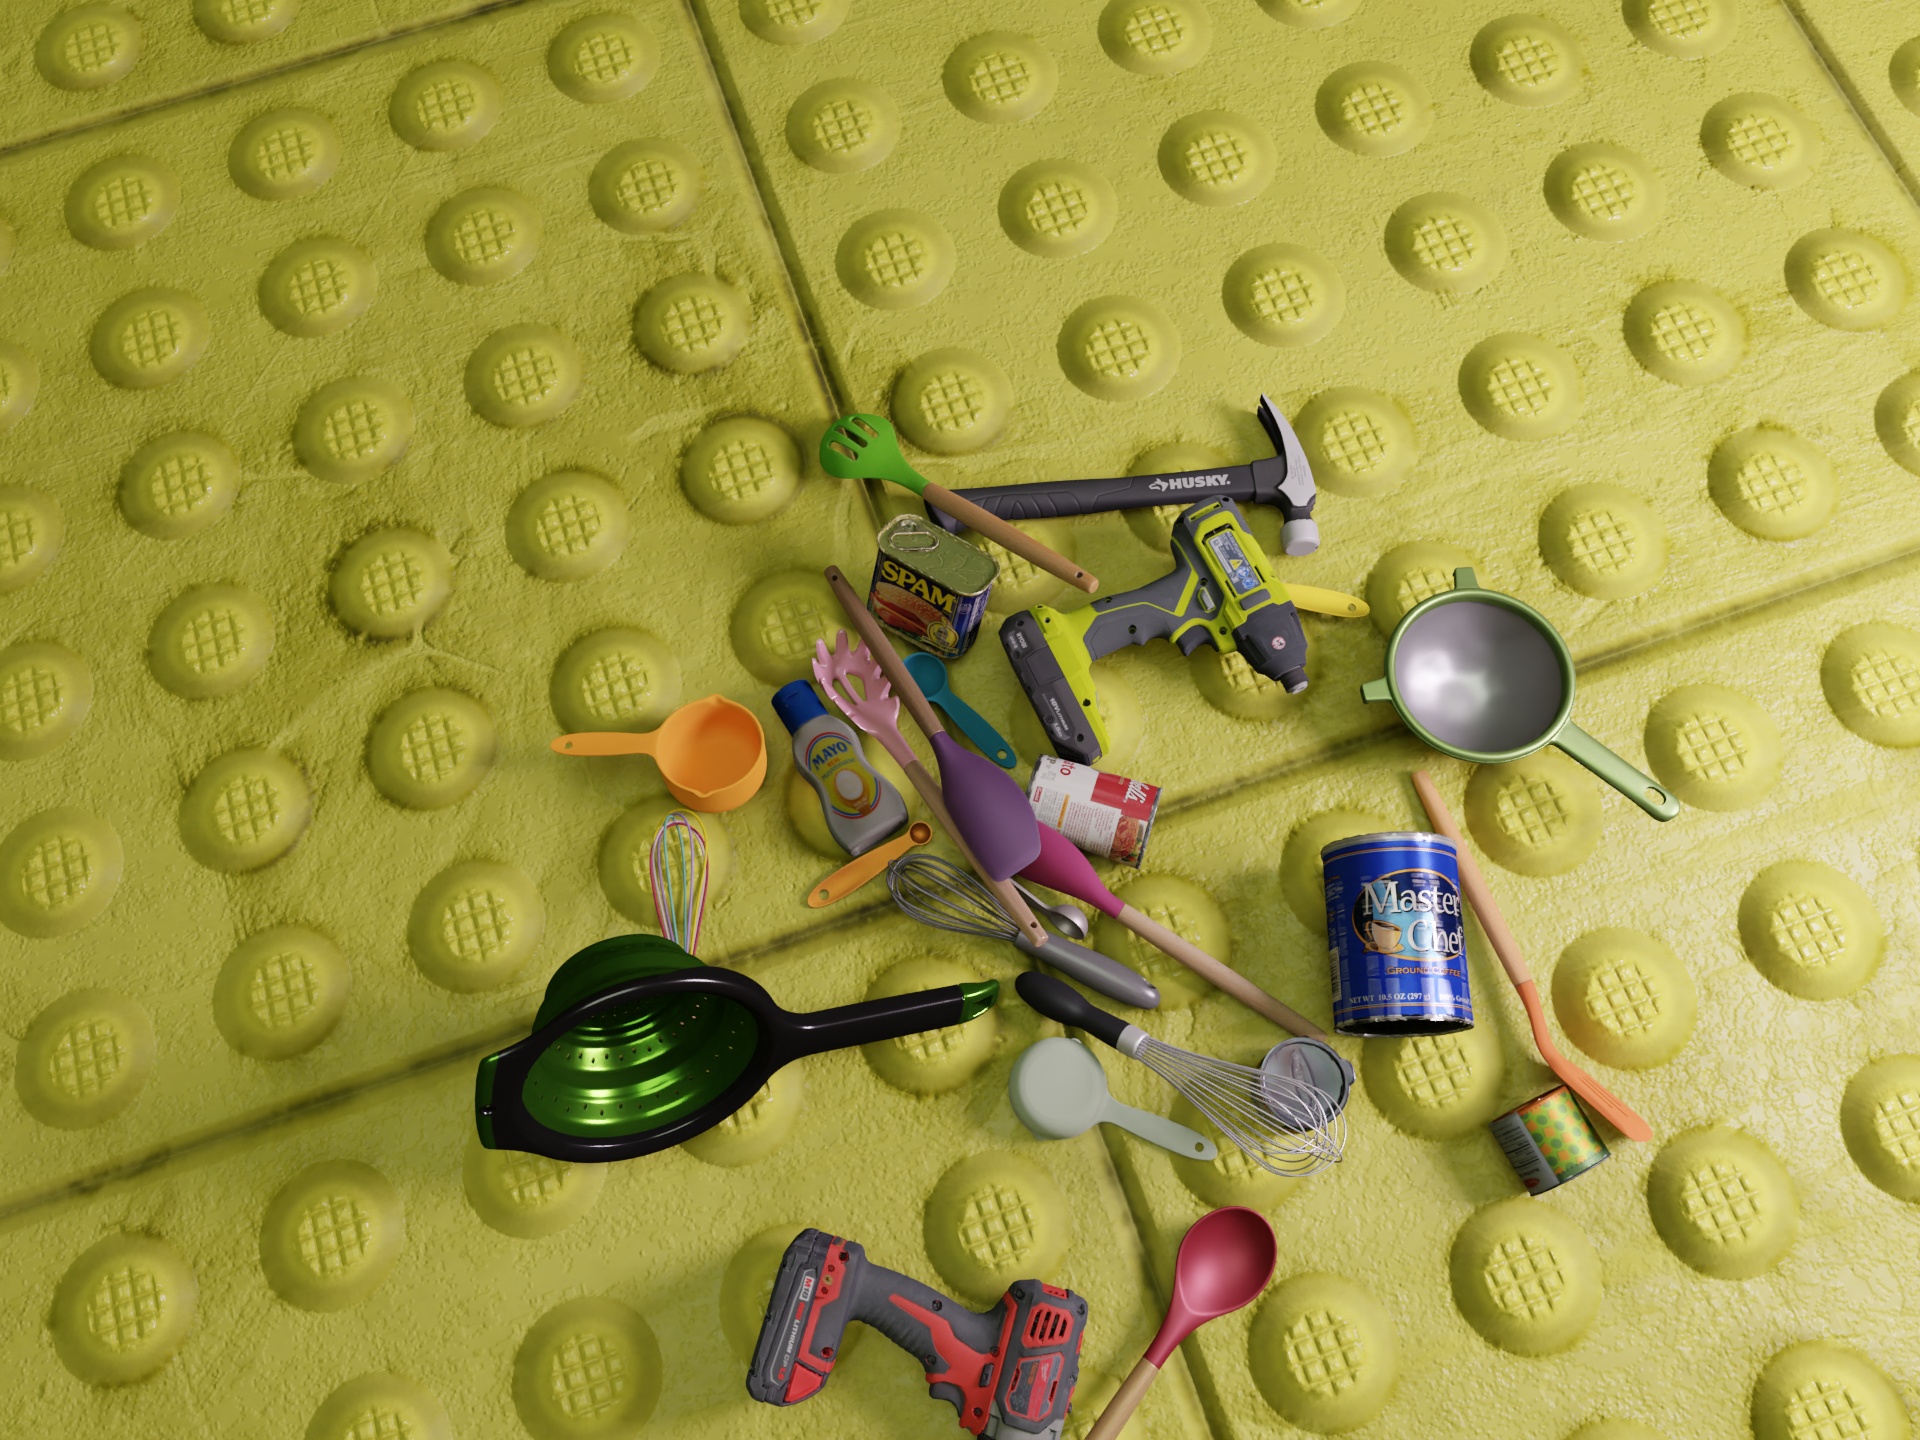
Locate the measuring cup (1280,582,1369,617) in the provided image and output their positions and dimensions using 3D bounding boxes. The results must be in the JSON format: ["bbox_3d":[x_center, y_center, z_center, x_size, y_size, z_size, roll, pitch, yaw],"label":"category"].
[{"bbox_3d":[0.266,-0.104,1.345,0.156,0.029,0.062,11,72,2],"label":"measuring cup"}]

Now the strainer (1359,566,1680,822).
[{"bbox_3d":[0.454,0.004,1.278,0.256,0.069,0.151,38,74,13],"label":"strainer"}]

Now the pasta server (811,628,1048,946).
[{"bbox_3d":[-0.024,0.052,1.273,0.060,0.040,0.316,-26,62,-23],"label":"pasta server"}]

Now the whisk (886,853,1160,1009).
[{"bbox_3d":[0.048,0.168,1.249,0.239,0.055,0.055,26,74,6],"label":"whisk"}]

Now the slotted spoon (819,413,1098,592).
[{"bbox_3d":[-0.007,-0.184,1.334,0.314,0.031,0.070,34,79,29],"label":"slotted spoon"}]

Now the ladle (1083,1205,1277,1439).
[{"bbox_3d":[0.122,0.482,1.134,0.069,0.031,0.315,39,71,4],"label":"ladle"}]

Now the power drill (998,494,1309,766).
[{"bbox_3d":[0.159,-0.061,1.289,0.223,0.080,0.171,-27,75,1],"label":"power drill"}]

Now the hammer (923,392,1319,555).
[{"bbox_3d":[0.134,-0.201,1.375,0.335,0.035,0.146,-5,69,2],"label":"hammer"}]

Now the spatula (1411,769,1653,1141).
[{"bbox_3d":[0.433,0.177,1.231,0.041,0.081,0.323,-32,65,25],"label":"spatula"}]

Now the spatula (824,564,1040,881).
[{"bbox_3d":[-0.030,-0.008,1.282,0.060,0.018,0.316,-35,66,3],"label":"spatula"}]

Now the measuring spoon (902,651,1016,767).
[{"bbox_3d":[-0.002,-0.004,1.328,0.128,0.021,0.042,44,72,6],"label":"measuring spoon"}]

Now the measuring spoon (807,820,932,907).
[{"bbox_3d":[-0.074,0.118,1.290,0.117,0.011,0.021,-32,85,-5],"label":"measuring spoon"}]

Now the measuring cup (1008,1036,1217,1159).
[{"bbox_3d":[0.116,0.295,1.205,0.167,0.038,0.083,20,73,11],"label":"measuring cup"}]

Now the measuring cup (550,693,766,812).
[{"bbox_3d":[-0.243,0.031,1.297,0.173,0.052,0.095,0,60,3],"label":"measuring cup"}]

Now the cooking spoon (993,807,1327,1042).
[{"bbox_3d":[0.147,0.164,1.246,0.319,0.068,0.017,32,46,6],"label":"cooking spoon"}]

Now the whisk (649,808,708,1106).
[{"bbox_3d":[-0.217,0.188,1.254,0.047,0.051,0.245,-4,74,-6],"label":"whisk"}]

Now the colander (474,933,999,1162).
[{"bbox_3d":[-0.164,0.214,1.187,0.397,0.204,0.095,-7,44,-24],"label":"colander"}]

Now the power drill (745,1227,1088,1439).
[{"bbox_3d":[-0.035,0.474,1.132,0.226,0.080,0.188,16,79,3],"label":"power drill"}]

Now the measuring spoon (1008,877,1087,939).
[{"bbox_3d":[0.052,0.132,1.271,0.124,0.034,0.018,34,65,17],"label":"measuring spoon"}]

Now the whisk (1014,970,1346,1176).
[{"bbox_3d":[0.155,0.254,1.177,0.285,0.070,0.070,24,72,33],"label":"whisk"}]
